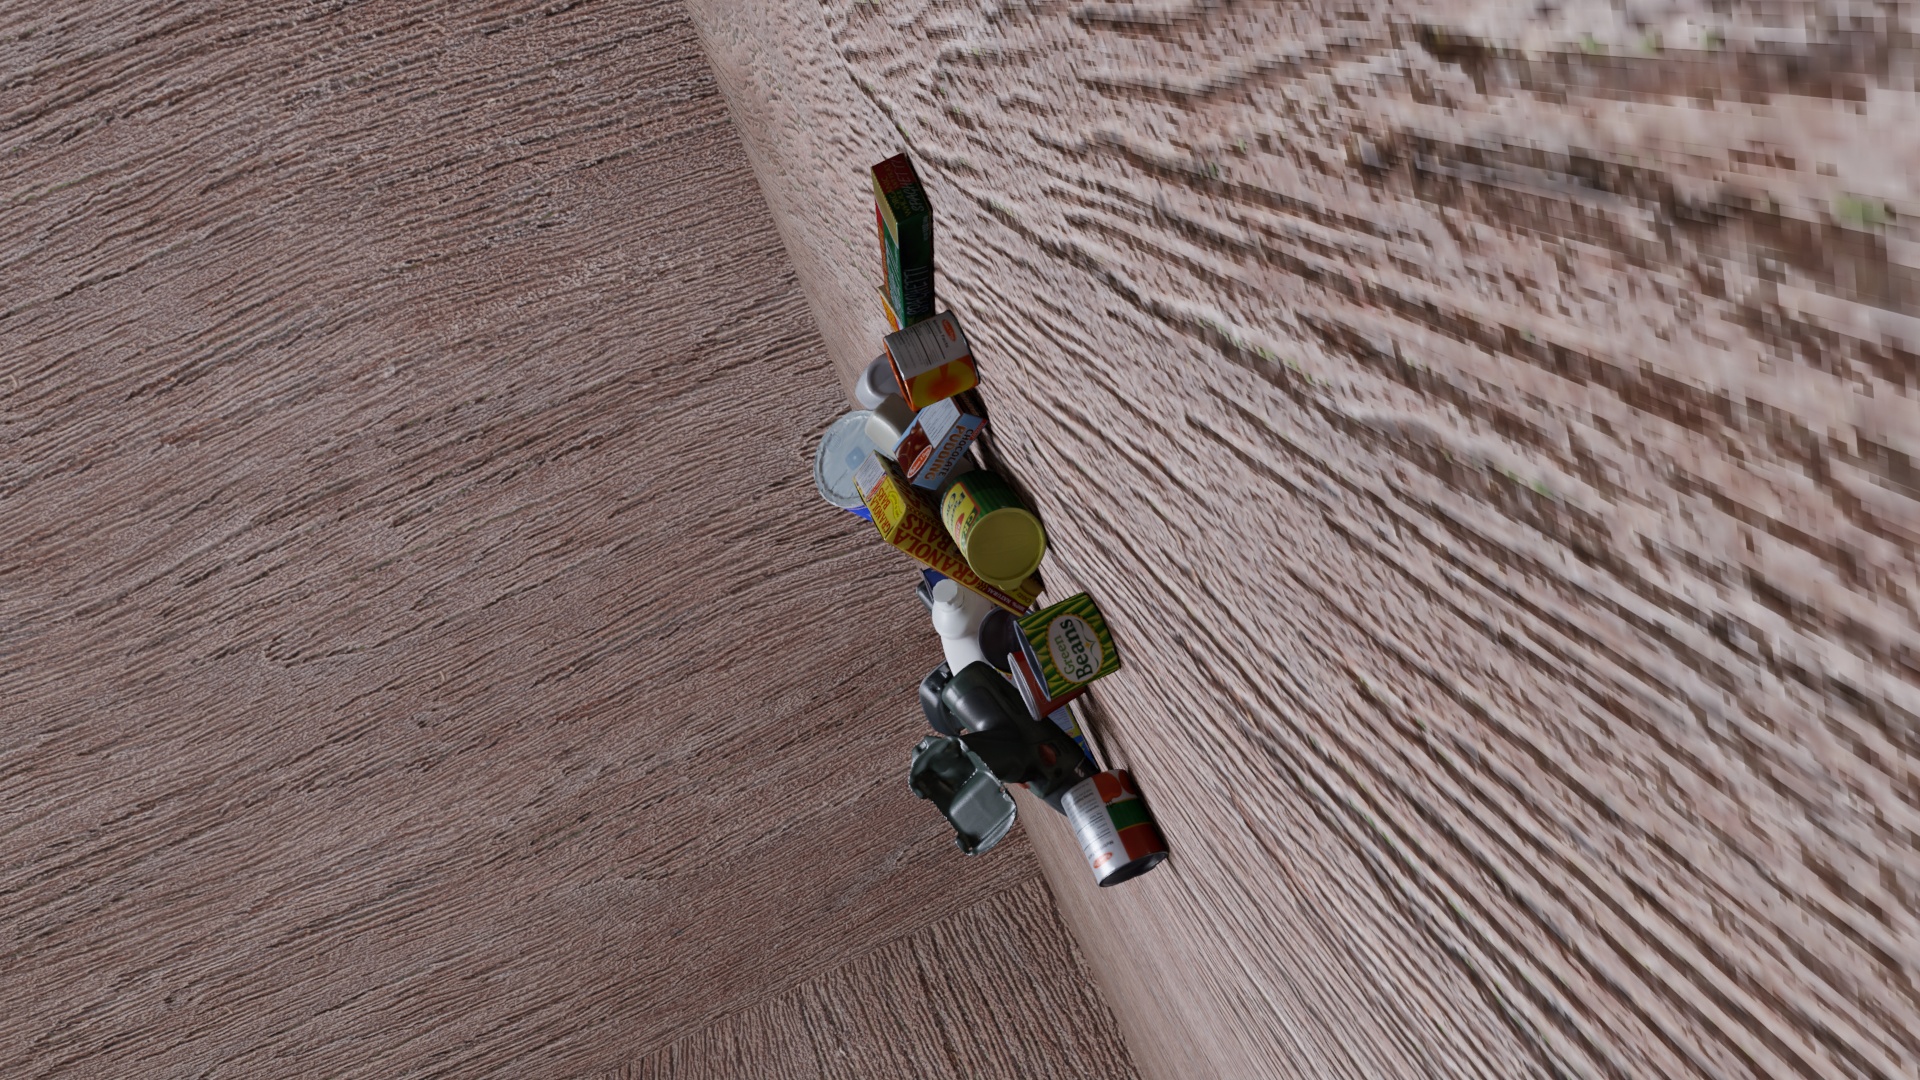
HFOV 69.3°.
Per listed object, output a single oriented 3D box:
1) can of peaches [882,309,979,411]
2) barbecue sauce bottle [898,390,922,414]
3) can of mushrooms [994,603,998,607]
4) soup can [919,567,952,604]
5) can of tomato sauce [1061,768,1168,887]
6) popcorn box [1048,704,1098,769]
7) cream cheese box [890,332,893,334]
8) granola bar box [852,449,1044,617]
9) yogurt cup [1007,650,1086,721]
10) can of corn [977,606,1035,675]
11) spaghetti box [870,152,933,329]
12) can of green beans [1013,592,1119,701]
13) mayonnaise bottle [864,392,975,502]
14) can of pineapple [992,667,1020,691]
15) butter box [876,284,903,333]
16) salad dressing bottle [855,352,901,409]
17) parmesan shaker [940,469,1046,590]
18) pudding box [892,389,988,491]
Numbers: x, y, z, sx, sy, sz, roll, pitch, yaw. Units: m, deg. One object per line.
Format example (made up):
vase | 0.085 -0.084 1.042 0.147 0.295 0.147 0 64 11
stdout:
can of peaches | -0.024 -0.143 1.118 0.071 0.058 0.071 160 87 -85
barbecue sauce bottle | -0.031 -0.125 1.289 0.148 0.065 0.044 113 153 -72
can of mushrooms | 0.047 0.092 1.635 0.071 0.033 0.071 161 86 -86
soup can | 0.005 0.046 1.567 0.071 0.084 0.071 160 87 -85
can of tomato sauce | 0.136 0.253 1.226 0.071 0.071 0.083 76 170 -63
popcorn box | 0.117 0.236 1.518 0.126 0.038 0.085 77 170 -67
cream cheese box | -0.043 -0.168 1.432 0.053 0.024 0.103 164 82 -84
granola bar box | -0.012 -0.006 1.273 0.165 0.039 0.124 30 -165 -30
yogurt cup | 0.081 0.126 1.282 0.072 0.054 0.072 160 87 -85
can of corn | 0.055 0.099 1.386 0.058 0.071 0.071 67 179 -78
spaghetti box | -0.044 -0.228 1.104 0.249 0.029 0.050 94 153 -80
can of green beans | 0.079 0.079 1.040 0.071 0.058 0.071 160 86 -85
mayonnaise bottle | -0.020 -0.066 1.246 0.148 0.041 0.064 42 162 2
can of pineapple | 0.068 0.138 1.467 0.071 0.058 0.071 160 86 -85
butter box | -0.049 -0.203 1.317 0.104 0.024 0.053 -120 8 -51
salad dressing bottle | -0.076 -0.157 1.384 0.044 0.064 0.147 48 178 -6
parmesan shaker | 0.025 -0.010 1.152 0.103 0.071 0.071 -124 11 -65
pudding box | -0.018 -0.089 1.175 0.030 0.083 0.050 16 -148 -40
